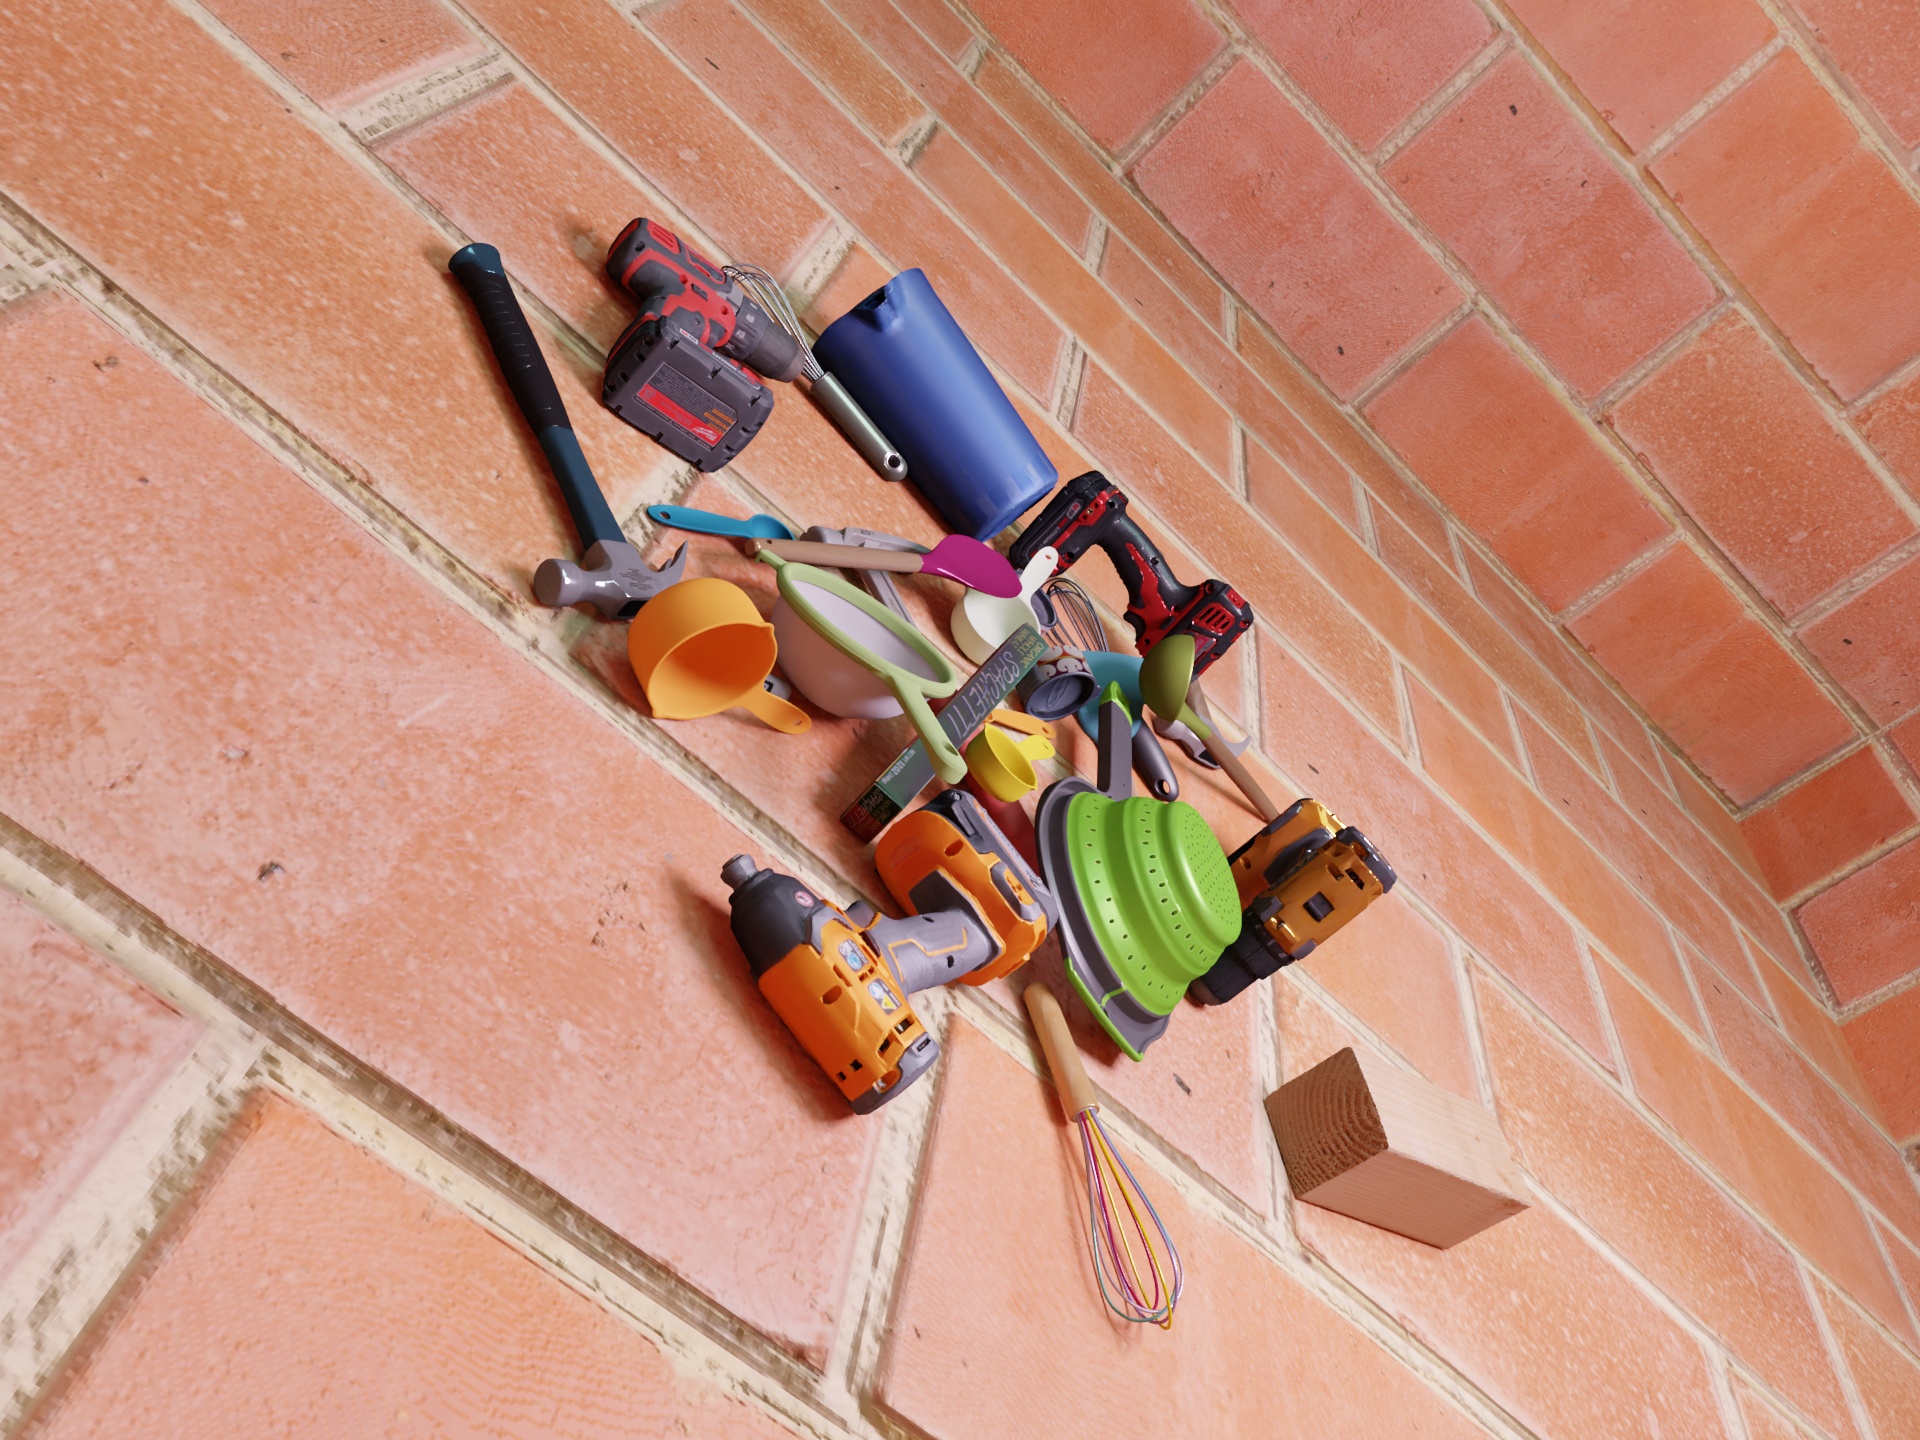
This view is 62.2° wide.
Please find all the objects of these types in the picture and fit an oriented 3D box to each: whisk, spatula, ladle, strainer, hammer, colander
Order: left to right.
[{"bbox_3d":[-0.282,-0.205,1.088,0.128,0.033,0.331,5,50,-53],"label":"hammer"},{"bbox_3d":[-0.133,-0.313,1.439,0.058,0.059,0.246,-44,99,-20],"label":"whisk"},{"bbox_3d":[-0.062,-0.015,1.090,0.151,0.069,0.257,26,19,-35],"label":"strainer"},{"bbox_3d":[-0.002,-0.004,1.245,0.149,0.036,0.359,5,50,-54],"label":"hammer"},{"bbox_3d":[0.086,0.275,1.025,0.047,0.051,0.245,50,14,-49],"label":"whisk"},{"bbox_3d":[0.138,-0.028,1.476,0.055,0.055,0.239,-7,65,-58],"label":"whisk"},{"bbox_3d":[0.150,0.069,1.367,0.082,0.044,0.318,6,46,-17],"label":"spatula"},{"bbox_3d":[0.151,0.077,1.237,0.204,0.094,0.397,54,25,-27],"label":"colander"},{"bbox_3d":[0.232,-0.074,1.684,0.130,0.031,0.332,31,32,-30],"label":"hammer"},{"bbox_3d":[0.250,0.023,1.490,0.319,0.062,0.078,44,47,-45],"label":"ladle"}]

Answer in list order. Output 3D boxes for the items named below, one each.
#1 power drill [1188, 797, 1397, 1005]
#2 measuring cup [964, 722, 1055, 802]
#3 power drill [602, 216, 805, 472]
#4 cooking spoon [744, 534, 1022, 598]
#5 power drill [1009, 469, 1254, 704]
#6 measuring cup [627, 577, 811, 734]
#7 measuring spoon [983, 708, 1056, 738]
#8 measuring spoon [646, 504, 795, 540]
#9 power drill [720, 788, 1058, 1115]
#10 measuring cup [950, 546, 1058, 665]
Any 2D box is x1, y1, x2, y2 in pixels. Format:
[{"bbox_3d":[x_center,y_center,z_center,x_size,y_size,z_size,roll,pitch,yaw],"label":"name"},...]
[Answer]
[{"bbox_3d":[0.266,0.153,1.336,0.084,0.185,0.226,49,8,0],"label":"power drill"},{"bbox_3d":[0.042,0.031,1.207,0.062,0.029,0.156,52,15,8],"label":"measuring cup"},{"bbox_3d":[-0.201,-0.297,1.283,0.187,0.080,0.227,32,29,-31],"label":"power drill"},{"bbox_3d":[-0.052,-0.127,1.263,0.318,0.017,0.069,-1,55,-52],"label":"cooking spoon"},{"bbox_3d":[0.160,-0.125,1.537,0.219,0.143,0.078,44,23,3],"label":"power drill"},{"bbox_3d":[-0.150,-0.036,1.038,0.052,0.095,0.173,56,8,28],"label":"measuring cup"},{"bbox_3d":[0.046,0.003,1.337,0.116,0.011,0.021,15,43,-53],"label":"measuring spoon"},{"bbox_3d":[-0.180,-0.139,1.181,0.128,0.021,0.042,7,49,-41],"label":"measuring spoon"},{"bbox_3d":[-0.045,0.122,0.976,0.164,0.084,0.226,51,31,5],"label":"power drill"},{"bbox_3d":[0.045,-0.103,1.399,0.083,0.038,0.168,40,41,-3],"label":"measuring cup"}]
